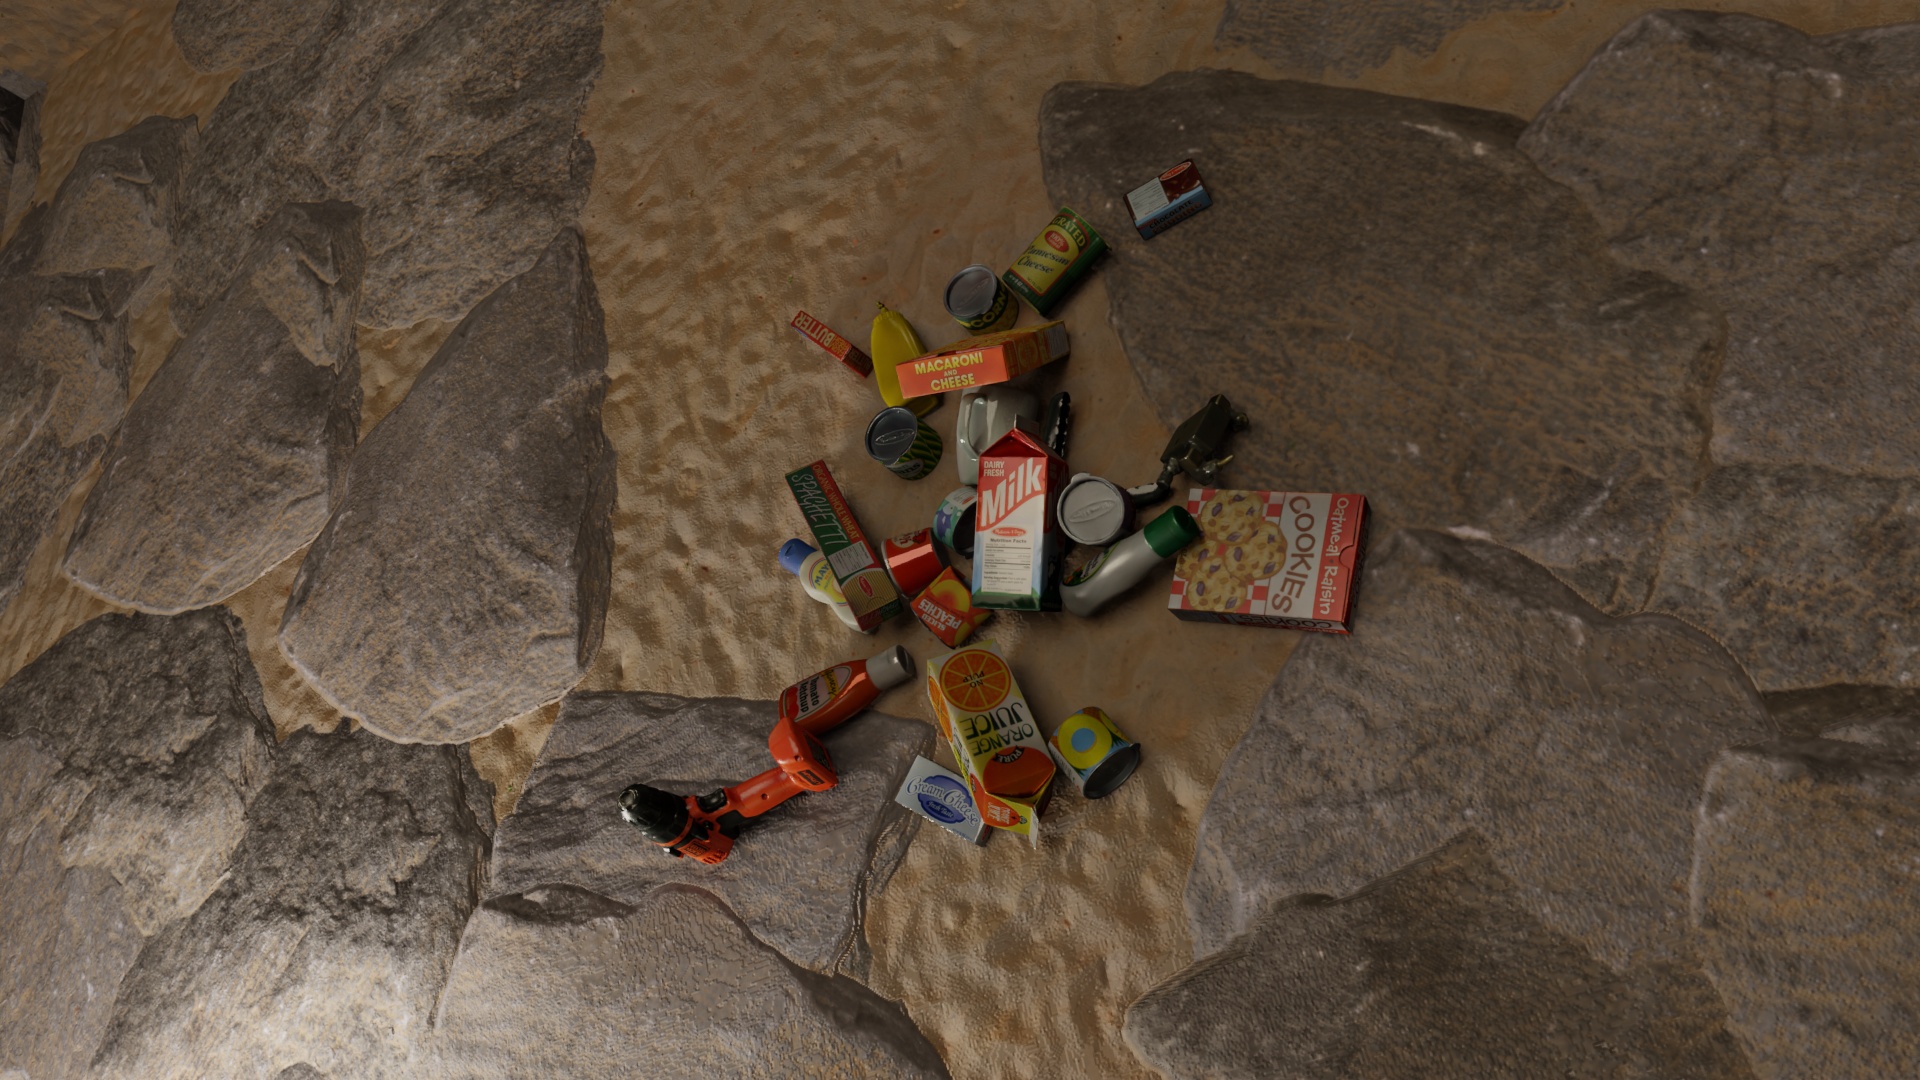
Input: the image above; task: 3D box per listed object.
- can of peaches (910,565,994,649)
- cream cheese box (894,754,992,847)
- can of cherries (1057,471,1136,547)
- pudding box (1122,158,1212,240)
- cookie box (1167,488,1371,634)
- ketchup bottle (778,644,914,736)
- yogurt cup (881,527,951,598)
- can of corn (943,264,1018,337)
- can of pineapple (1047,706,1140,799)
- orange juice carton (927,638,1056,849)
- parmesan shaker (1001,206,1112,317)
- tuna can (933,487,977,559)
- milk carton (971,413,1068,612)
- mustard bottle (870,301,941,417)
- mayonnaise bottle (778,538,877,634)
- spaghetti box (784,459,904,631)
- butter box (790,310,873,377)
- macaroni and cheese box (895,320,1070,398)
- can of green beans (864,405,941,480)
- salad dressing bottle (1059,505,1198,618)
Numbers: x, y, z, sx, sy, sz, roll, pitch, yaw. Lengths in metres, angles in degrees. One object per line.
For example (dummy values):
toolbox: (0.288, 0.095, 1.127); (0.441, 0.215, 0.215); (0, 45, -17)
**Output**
can of peaches: (-0.009, 0.068, 1.413); (0.058, 0.071, 0.071); (-44, 55, 6)
cream cheese box: (-0.010, 0.255, 1.363); (0.104, 0.024, 0.053); (21, 80, 34)
can of cherries: (0.133, -0.030, 1.347); (0.071, 0.058, 0.071); (-1, 86, 20)
pudding box: (0.222, -0.365, 1.487); (0.083, 0.030, 0.050); (-27, 58, 18)
cookie box: (0.285, 0.017, 1.283); (0.167, 0.040, 0.123); (3, 71, 31)
ketchup bottle: (-0.119, 0.156, 1.455); (0.148, 0.043, 0.065); (-27, 41, 17)
yogurt cup: (-0.044, 0.021, 1.459); (0.054, 0.072, 0.072); (-23, 60, 11)
can of corn: (0.025, -0.261, 1.539); (0.071, 0.058, 0.071); (-11, 65, 26)
can of pineapple: (0.124, 0.195, 1.286); (0.071, 0.071, 0.058); (-47, 55, 6)
orange juice carton: (0.035, 0.196, 1.318); (0.073, 0.071, 0.193); (-17, 57, -13)
parmesan shaker: (0.104, -0.300, 1.506); (0.103, 0.071, 0.071); (-48, 55, 5)
tuna can: (0.005, -0.018, 1.446); (0.033, 0.071, 0.071); (33, 88, 36)
milk carton: (0.061, -0.026, 1.366); (0.073, 0.072, 0.190); (2, 86, 21)
mustard bottle: (-0.069, -0.213, 1.578); (0.065, 0.048, 0.161); (-28, 58, 17)
mayonnaise bottle: (-0.139, 0.043, 1.515); (0.148, 0.041, 0.065); (30, 79, 35)
spaghetti box: (-0.129, 0.000, 1.501); (0.050, 0.028, 0.251); (-25, 45, -8)
butter box: (-0.150, -0.231, 1.630); (0.104, 0.053, 0.024); (37, 93, 35)
macaroni and cheese box: (0.025, -0.191, 1.449); (0.123, 0.167, 0.040); (-7, 103, 28)
can of green beans: (-0.062, -0.106, 1.524); (0.071, 0.057, 0.071); (-11, 65, 26)
salad dressing bottle: (0.160, 0.020, 1.325); (0.147, 0.064, 0.044); (-38, 96, 32)
